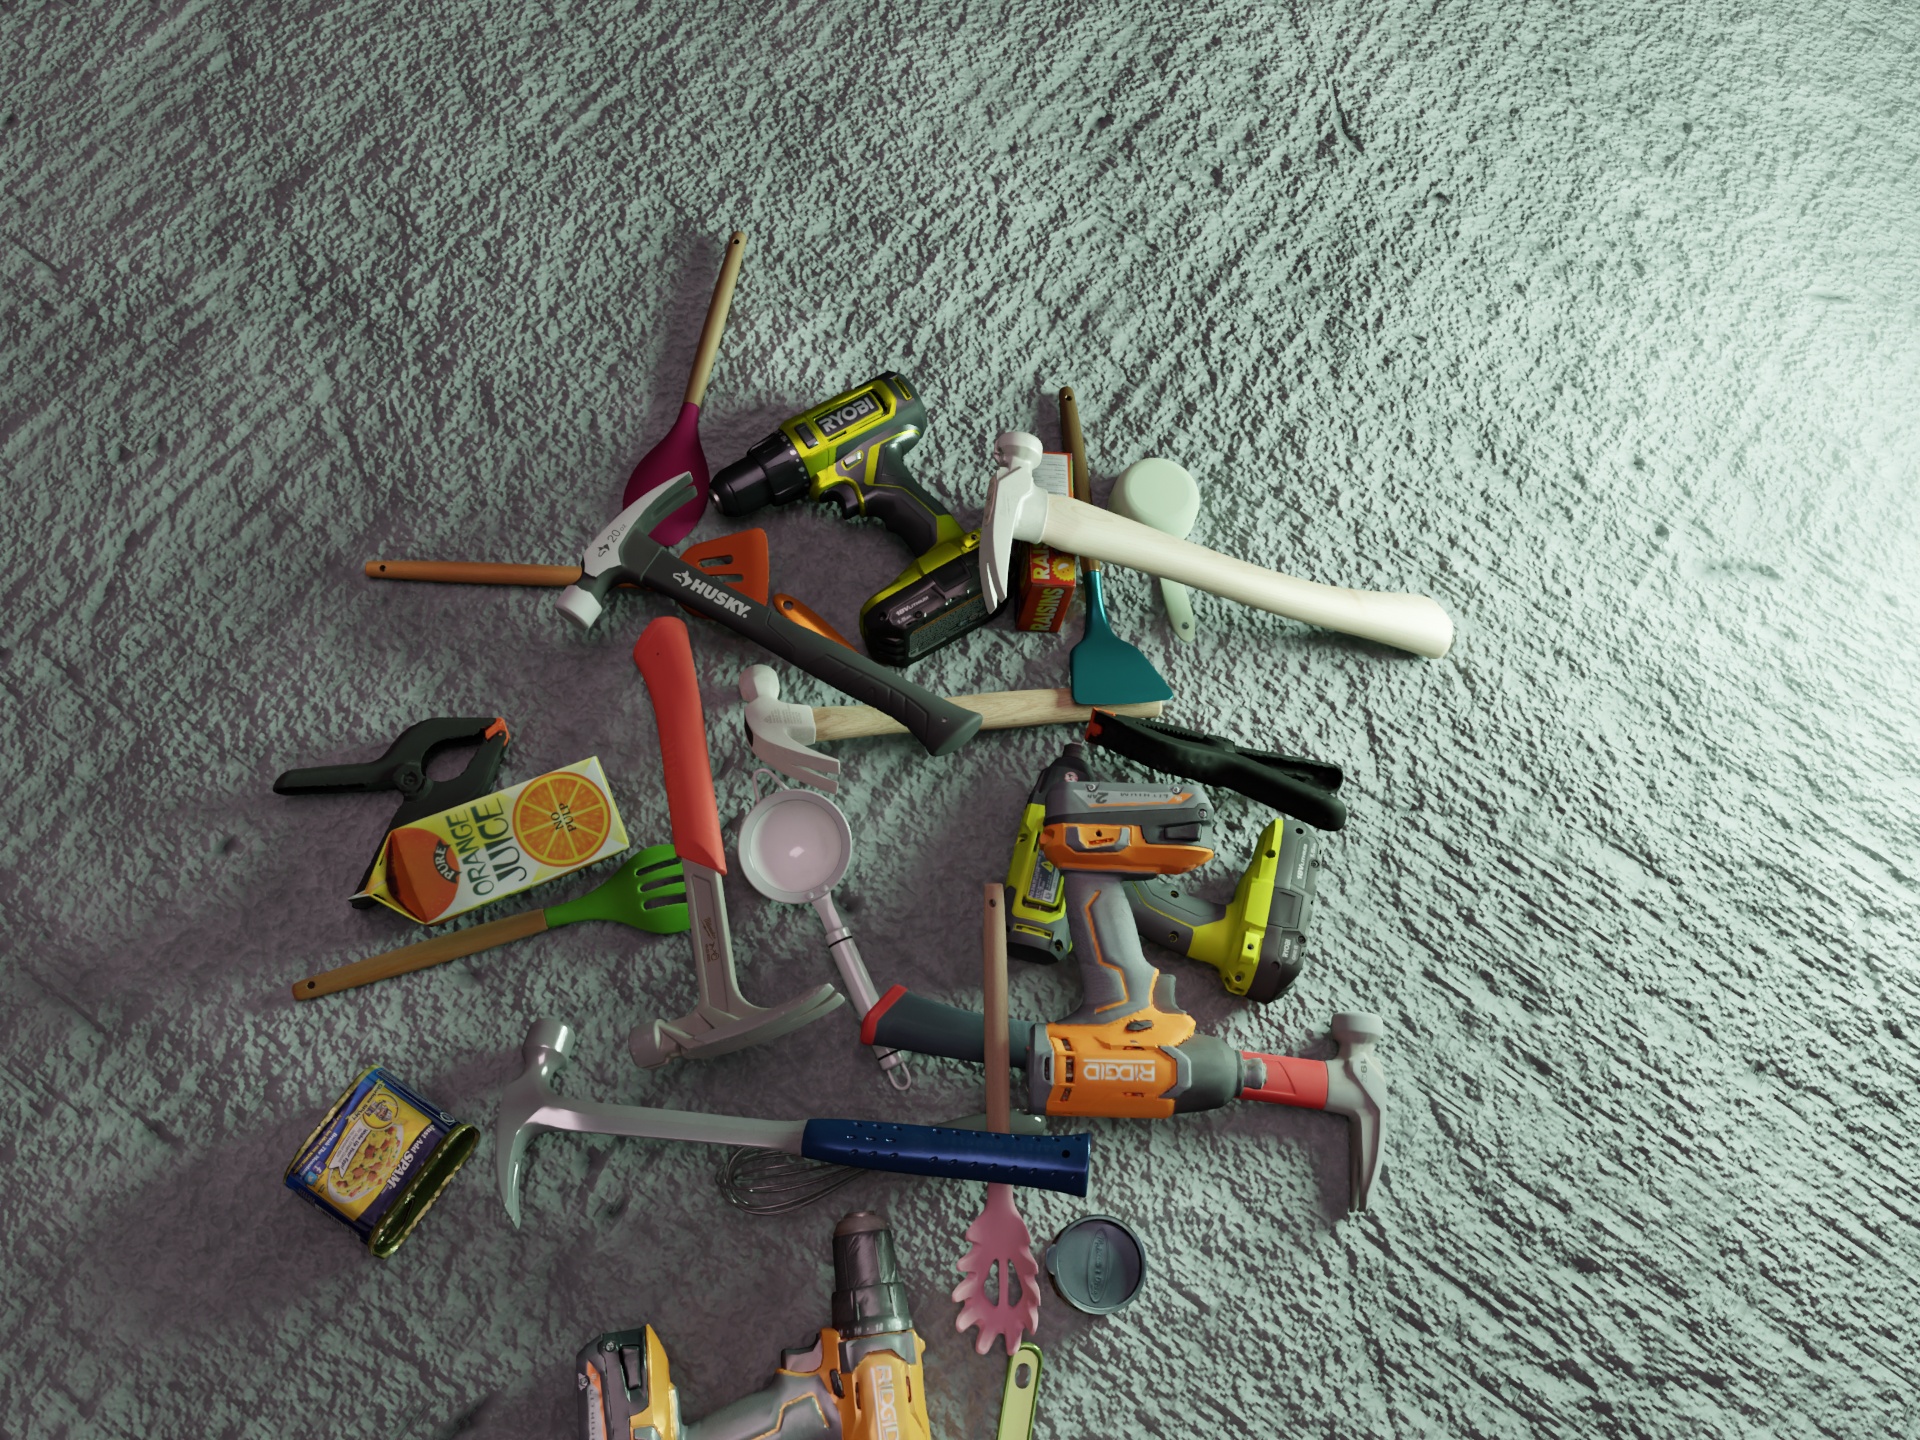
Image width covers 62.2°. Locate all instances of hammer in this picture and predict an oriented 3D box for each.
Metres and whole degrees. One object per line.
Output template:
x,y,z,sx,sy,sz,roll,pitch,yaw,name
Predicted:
0.210,-0.106,1.265,0.410,0.038,0.146,14,66,-16,hammer
0.118,0.260,1.147,0.386,0.038,0.143,9,69,-6,hammer
-0.186,0.070,1.166,0.149,0.036,0.359,-19,57,8,hammer
-0.133,-0.069,1.209,0.335,0.035,0.146,28,72,13,hammer
-0.116,0.286,1.072,0.405,0.035,0.144,4,48,7,hammer
-0.002,-0.004,1.244,0.331,0.031,0.130,-4,39,-12,hammer

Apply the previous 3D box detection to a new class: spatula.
-0.314,-0.117,1.273,0.322,0.041,0.081,2,88,-3,spatula
0.110,-0.150,1.326,0.082,0.044,0.318,-2,67,-9,spatula

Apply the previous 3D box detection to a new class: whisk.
-0.054,0.305,1.122,0.239,0.055,0.055,-8,69,-13,whisk

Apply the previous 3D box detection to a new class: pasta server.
0.025,0.272,1.099,0.060,0.040,0.316,-1,88,10,pasta server

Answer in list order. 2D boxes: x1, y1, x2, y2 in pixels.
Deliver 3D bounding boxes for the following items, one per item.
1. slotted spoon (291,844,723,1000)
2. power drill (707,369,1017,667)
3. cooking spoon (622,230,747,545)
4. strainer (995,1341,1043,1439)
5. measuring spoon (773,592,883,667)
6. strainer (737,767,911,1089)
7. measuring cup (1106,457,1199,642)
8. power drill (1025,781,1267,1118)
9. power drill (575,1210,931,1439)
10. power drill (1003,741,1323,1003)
-0.330,0.155,1.168,0.313,0.031,0.070,-15,69,-10,slotted spoon
-0.078,-0.161,1.296,0.190,0.080,0.229,-30,71,-14,power drill
-0.226,-0.291,1.365,0.068,0.017,0.319,11,68,-1,cooking spoon
0.026,0.535,1.021,0.151,0.069,0.256,11,69,-1,strainer
-0.107,-0.068,1.288,0.117,0.011,0.021,38,69,10,measuring spoon
-0.095,0.155,1.184,0.087,0.050,0.258,-26,78,2,strainer
0.174,-0.146,1.332,0.083,0.038,0.168,-8,67,-9,measuring cup
0.130,0.161,1.109,0.164,0.084,0.227,2,75,2,power drill
-0.135,0.429,1.047,0.226,0.084,0.185,-3,68,-11,power drill
0.151,0.116,1.204,0.223,0.080,0.171,14,68,4,power drill
